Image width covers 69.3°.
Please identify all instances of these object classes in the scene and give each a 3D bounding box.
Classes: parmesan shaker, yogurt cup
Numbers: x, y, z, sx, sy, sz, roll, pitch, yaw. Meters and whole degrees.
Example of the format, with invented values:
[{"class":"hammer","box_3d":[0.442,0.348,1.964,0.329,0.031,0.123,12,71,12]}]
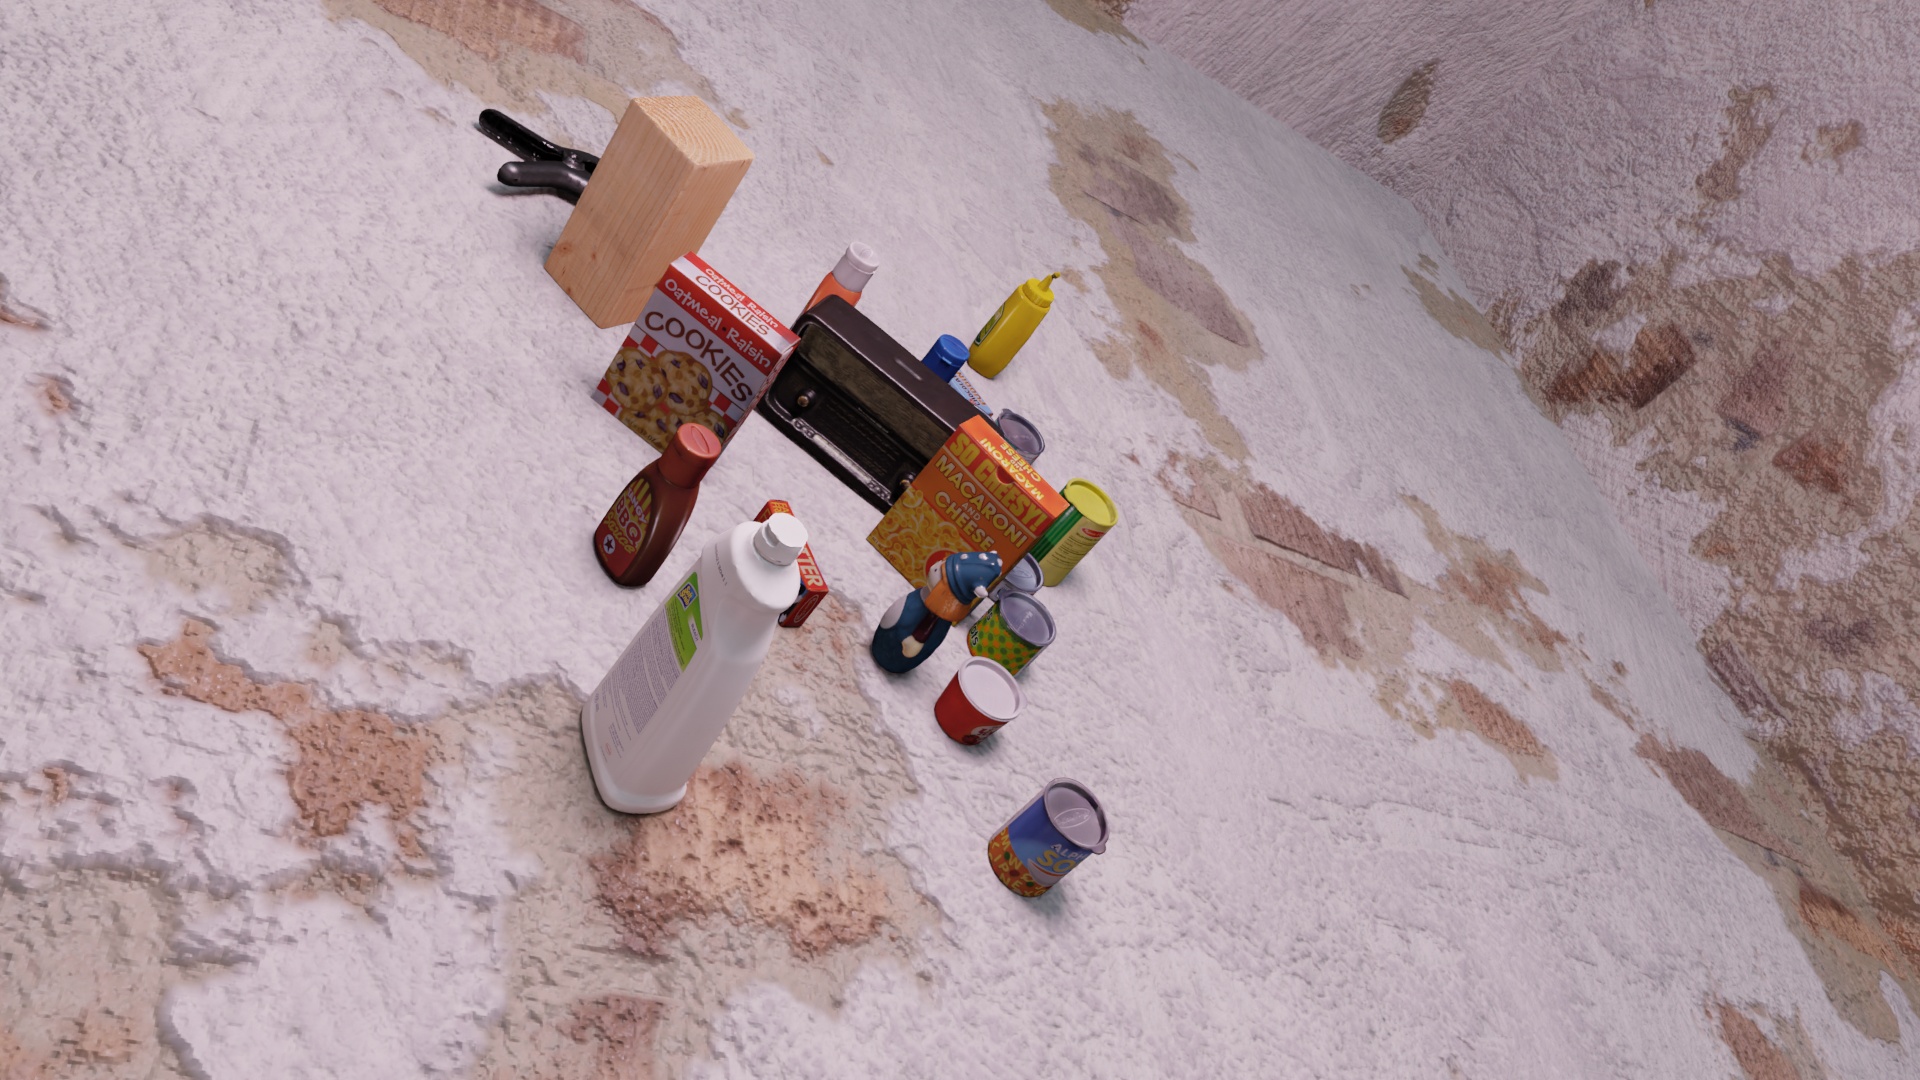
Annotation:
[{"class":"parmesan shaker","box_3d":[0.107,-0.009,1.459,0.071,0.102,0.072,27,36,-21]},{"class":"yogurt cup","box_3d":[0.014,0.145,1.234,0.072,0.053,0.073,26,36,-21]}]

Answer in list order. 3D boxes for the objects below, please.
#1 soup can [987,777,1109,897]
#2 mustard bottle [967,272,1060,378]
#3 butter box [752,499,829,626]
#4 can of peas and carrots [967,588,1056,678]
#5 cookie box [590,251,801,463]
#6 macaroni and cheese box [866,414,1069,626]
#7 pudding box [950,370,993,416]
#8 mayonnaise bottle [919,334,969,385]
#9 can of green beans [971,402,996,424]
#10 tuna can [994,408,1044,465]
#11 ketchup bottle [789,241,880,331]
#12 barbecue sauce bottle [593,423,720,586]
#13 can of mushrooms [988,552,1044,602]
[{"class":"soup can","box_3d":[0.073,0.248,1.148,0.071,0.083,0.072,27,36,-21]},{"class":"mustard bottle","box_3d":[0.069,-0.267,1.666,0.049,0.159,0.066,31,34,-15]},{"class":"butter box","box_3d":[-0.154,0.019,1.212,0.024,0.053,0.104,3,49,-43]},{"class":"can of peas and carrots","box_3d":[0.047,0.089,1.327,0.071,0.058,0.071,26,36,-21]},{"class":"cookie box","box_3d":[-0.235,-0.152,1.225,0.123,0.166,0.040,39,33,-3]},{"class":"macaroni and cheese box","box_3d":[0.005,-0.016,1.309,0.124,0.165,0.040,45,33,6]},{"class":"pudding box","box_3d":[-0.007,-0.157,1.564,0.030,0.049,0.084,-12,60,-51]},{"class":"mayonnaise bottle","box_3d":[-0.045,-0.148,1.426,0.065,0.147,0.041,34,34,-11]},{"class":"can of green beans","box_3d":[0.000,-0.110,1.509,0.071,0.057,0.071,26,36,-21]},{"class":"tuna can","box_3d":[0.060,-0.116,1.599,0.071,0.032,0.071,26,36,-21]},{"class":"ketchup bottle","box_3d":[-0.136,-0.244,1.446,0.043,0.148,0.065,38,33,-4]},{"class":"barbecue sauce bottle","box_3d":[-0.238,-0.031,1.099,0.044,0.148,0.065,-2,53,-47]},{"class":"can of mushrooms","box_3d":[0.049,0.033,1.416,0.071,0.033,0.071,26,36,-21]}]
